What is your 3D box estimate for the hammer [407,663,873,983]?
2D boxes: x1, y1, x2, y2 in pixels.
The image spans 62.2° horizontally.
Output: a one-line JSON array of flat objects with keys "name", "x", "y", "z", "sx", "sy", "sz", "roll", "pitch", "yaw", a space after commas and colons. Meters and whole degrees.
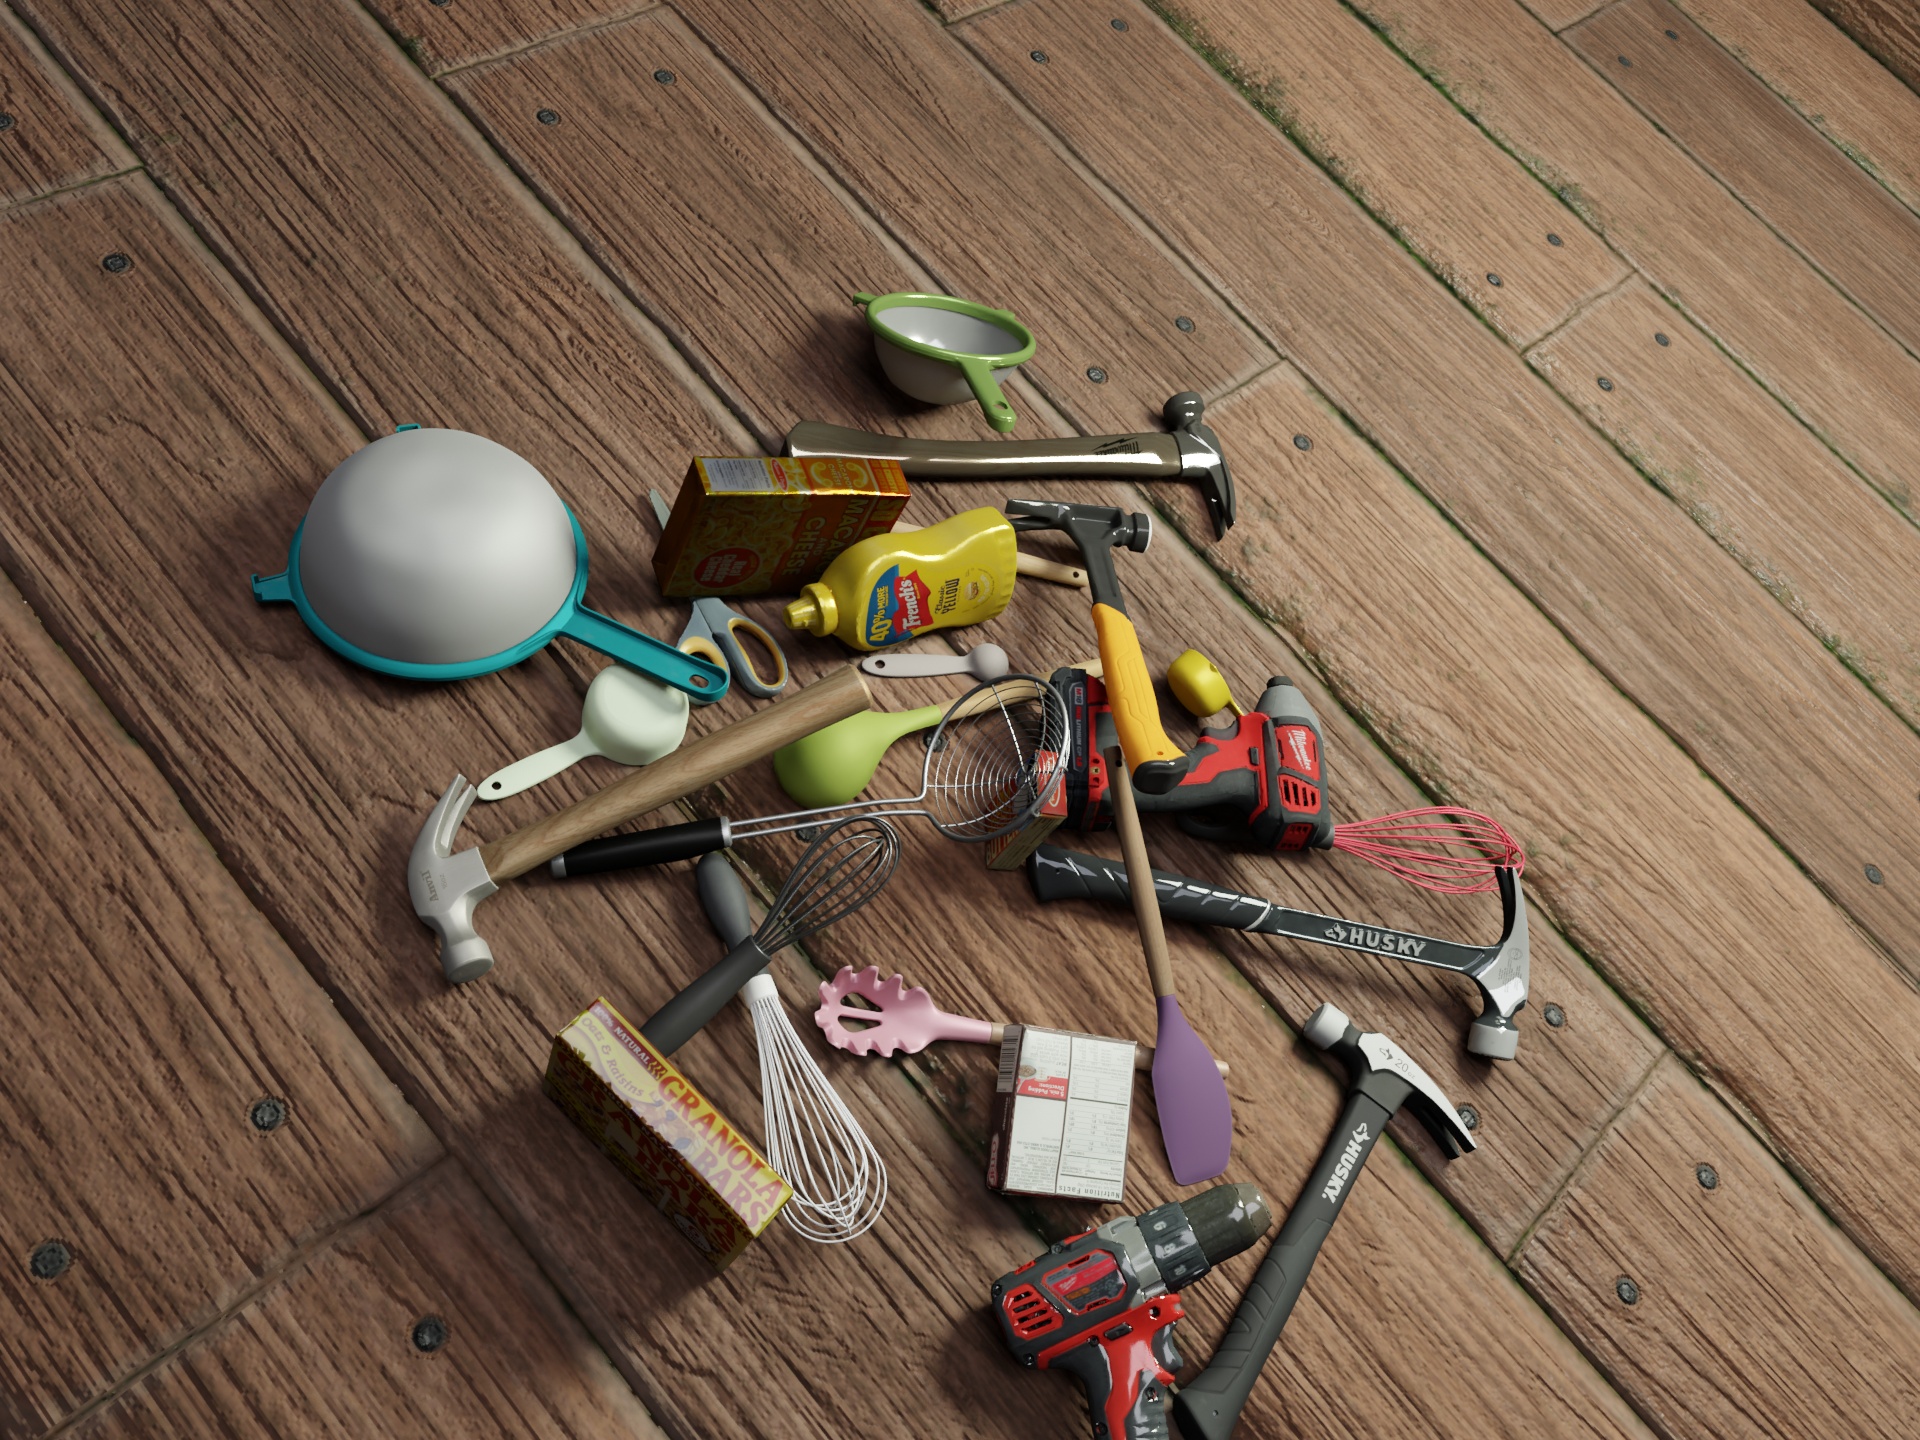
[{"name": "hammer", "x": -0.214, "y": 0.045, "z": 1.075, "sx": 0.331, "sy": 0.031, "sz": 0.130, "roll": -27, "pitch": 64, "yaw": -9}]

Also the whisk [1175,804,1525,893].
[{"name": "whisk", "x": 0.316, "y": 0.095, "z": 1.286, "sx": 0.295, "sy": 0.073, "sz": 0.073, "roll": 7, "pitch": 59, "yaw": -8}]

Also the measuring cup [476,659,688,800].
[{"name": "measuring cup", "x": -0.268, "y": 0.010, "z": 1.135, "sx": 0.167, "sy": 0.038, "sz": 0.083, "roll": -30, "pitch": 74, "yaw": -33}]

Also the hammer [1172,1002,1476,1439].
[{"name": "hammer", "x": 0.245, "y": 0.364, "z": 1.115, "sx": 0.146, "sy": 0.035, "sz": 0.335, "roll": 37, "pitch": 56, "yaw": 5}]

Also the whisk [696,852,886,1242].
[{"name": "whisk", "x": -0.123, "y": 0.210, "z": 1.065, "sx": 0.070, "sy": 0.070, "sz": 0.285, "roll": -12, "pitch": 62, "yaw": -25}]

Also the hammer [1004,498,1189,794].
[{"name": "hammer", "x": 0.113, "y": -0.066, "z": 1.228, "sx": 0.127, "sy": 0.034, "sz": 0.337, "roll": 5, "pitch": 39, "yaw": -11}]

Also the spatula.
[{"name": "spatula", "x": 0.144, "y": 0.173, "z": 1.149, "sx": 0.059, "sy": 0.018, "sz": 0.316, "roll": -10, "pitch": 84, "yaw": -24}]

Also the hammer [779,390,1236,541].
[{"name": "hammer", "x": 0.047, "y": -0.221, "z": 1.384, "sx": 0.410, "sy": 0.038, "sz": 0.146, "roll": -4, "pitch": 64, "yaw": -21}]

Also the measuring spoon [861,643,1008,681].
[{"name": "measuring spoon", "x": -0.018, "y": -0.048, "z": 1.270, "sx": 0.124, "sy": 0.018, "sz": 0.034, "roll": -2, "pitch": 62, "yaw": -20}]

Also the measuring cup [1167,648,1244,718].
[{"name": "measuring cup", "x": 0.223, "y": 0.011, "z": 1.303, "sx": 0.029, "sy": 0.062, "sz": 0.156, "roll": -35, "pitch": 80, "yaw": -9}]

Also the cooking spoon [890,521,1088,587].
[{"name": "cooking spoon", "x": -0.041, "y": -0.154, "z": 1.318, "sx": 0.318, "sy": 0.017, "sz": 0.069, "roll": 13, "pitch": 79, "yaw": -15}]

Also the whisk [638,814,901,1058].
[{"name": "whisk", "x": -0.134, "y": 0.148, "z": 1.043, "sx": 0.239, "sy": 0.055, "sz": 0.055, "roll": -42, "pitch": 79, "yaw": -1}]

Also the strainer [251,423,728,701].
[{"name": "strainer", "x": -0.316, "y": -0.112, "z": 1.129, "sx": 0.340, "sy": 0.095, "sz": 0.211, "roll": 25, "pitch": 54, "yaw": 6}]

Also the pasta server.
[{"name": "pasta server", "x": 0.048, "y": 0.225, "z": 1.124, "sx": 0.316, "sy": 0.040, "sz": 0.060, "roll": 12, "pitch": 74, "yaw": -14}]

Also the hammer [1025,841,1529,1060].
[{"name": "hammer", "x": 0.247, "y": 0.148, "z": 1.219, "sx": 0.409, "sy": 0.036, "sz": 0.149, "roll": 13, "pitch": 85, "yaw": -7}]

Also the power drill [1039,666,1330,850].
[{"name": "power drill", "x": 0.174, "y": 0.024, "z": 1.233, "sx": 0.219, "sy": 0.078, "sz": 0.143, "roll": 4, "pitch": 60, "yaw": -3}]

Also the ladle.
[{"name": "ladle", "x": -0.002, "y": -0.004, "z": 1.245, "sx": 0.320, "sy": 0.062, "sz": 0.078, "roll": -17, "pitch": 65, "yaw": -34}]

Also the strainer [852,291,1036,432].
[{"name": "strainer", "x": -0.001, "y": -0.285, "z": 1.347, "sx": 0.151, "sy": 0.069, "sz": 0.257, "roll": 2, "pitch": 35, "yaw": -19}]

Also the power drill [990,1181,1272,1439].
[{"name": "power drill", "x": 0.143, "y": 0.416, "z": 0.989, "sx": 0.188, "sy": 0.080, "sz": 0.227, "roll": -25, "pitch": 68, "yaw": 0}]

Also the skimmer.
[{"name": "skimmer", "x": -0.104, "y": 0.048, "z": 1.094, "sx": 0.363, "sy": 0.090, "sz": 0.127, "roll": -9, "pitch": 50, "yaw": -8}]
